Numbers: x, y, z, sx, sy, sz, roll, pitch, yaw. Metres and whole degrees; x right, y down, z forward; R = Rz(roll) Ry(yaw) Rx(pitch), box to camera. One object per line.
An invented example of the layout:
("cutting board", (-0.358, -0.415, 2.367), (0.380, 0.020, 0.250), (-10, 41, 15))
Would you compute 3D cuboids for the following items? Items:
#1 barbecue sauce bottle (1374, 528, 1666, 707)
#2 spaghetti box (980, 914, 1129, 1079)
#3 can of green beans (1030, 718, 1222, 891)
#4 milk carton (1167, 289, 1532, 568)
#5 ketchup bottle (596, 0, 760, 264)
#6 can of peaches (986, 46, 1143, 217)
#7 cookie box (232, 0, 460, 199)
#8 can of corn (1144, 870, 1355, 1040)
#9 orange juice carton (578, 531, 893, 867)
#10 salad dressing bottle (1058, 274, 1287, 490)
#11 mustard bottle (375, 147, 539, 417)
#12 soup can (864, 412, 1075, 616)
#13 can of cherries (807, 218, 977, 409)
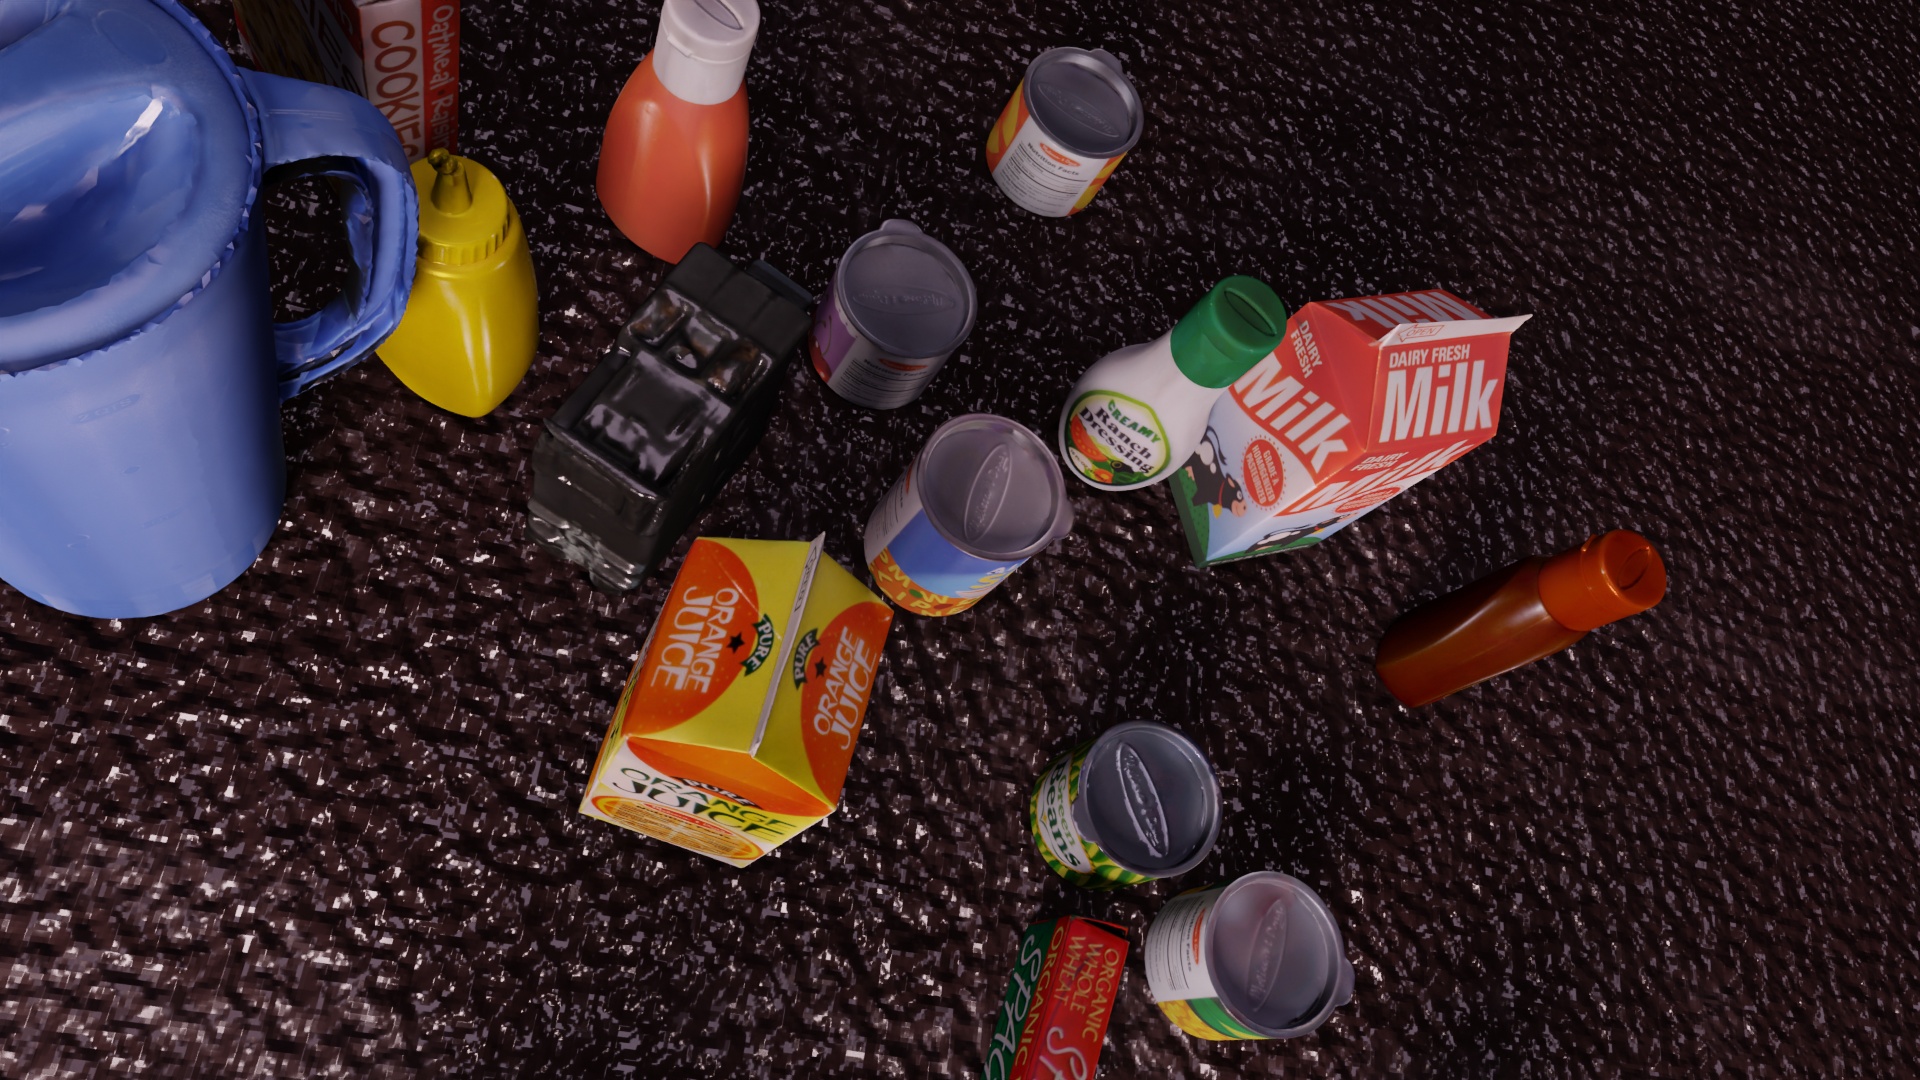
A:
("barbecue sauce bottle", (0.260, 0.035, 0.653), (0.065, 0.148, 0.043), (-39, 87, -28))
("spaghetti box", (0.011, 0.264, 0.525), (0.029, 0.050, 0.251), (26, 63, -10))
("can of green beans", (0.070, 0.116, 0.601), (0.071, 0.057, 0.071), (7, 68, -18))
("milk carton", (0.169, -0.055, 0.630), (0.072, 0.189, 0.073), (-9, 74, -23))
("ketchup bottle", (-0.118, -0.178, 0.593), (0.065, 0.148, 0.044), (40, 62, -2))
("can of peaches", (0.054, -0.213, 0.723), (0.071, 0.058, 0.071), (7, 68, -18))
("cookie box", (-0.245, -0.208, 0.547), (0.040, 0.166, 0.123), (-31, 83, -27))
("can of corn", (0.123, 0.180, 0.596), (0.071, 0.058, 0.071), (7, 68, -18))
("orange juice carton", (-0.080, 0.059, 0.490), (0.073, 0.192, 0.072), (22, 64, -12))
("salad dressing bottle", (0.094, -0.070, 0.631), (0.064, 0.147, 0.044), (42, 62, -1))
("mustard bottle", (-0.193, -0.102, 0.529), (0.065, 0.159, 0.049), (32, 63, -6))
("soup can", (0.002, -0.008, 0.609), (0.071, 0.083, 0.071), (7, 68, -18))
("can of cherries", (-0.033, -0.104, 0.648), (0.071, 0.058, 0.072), (7, 68, -18))
